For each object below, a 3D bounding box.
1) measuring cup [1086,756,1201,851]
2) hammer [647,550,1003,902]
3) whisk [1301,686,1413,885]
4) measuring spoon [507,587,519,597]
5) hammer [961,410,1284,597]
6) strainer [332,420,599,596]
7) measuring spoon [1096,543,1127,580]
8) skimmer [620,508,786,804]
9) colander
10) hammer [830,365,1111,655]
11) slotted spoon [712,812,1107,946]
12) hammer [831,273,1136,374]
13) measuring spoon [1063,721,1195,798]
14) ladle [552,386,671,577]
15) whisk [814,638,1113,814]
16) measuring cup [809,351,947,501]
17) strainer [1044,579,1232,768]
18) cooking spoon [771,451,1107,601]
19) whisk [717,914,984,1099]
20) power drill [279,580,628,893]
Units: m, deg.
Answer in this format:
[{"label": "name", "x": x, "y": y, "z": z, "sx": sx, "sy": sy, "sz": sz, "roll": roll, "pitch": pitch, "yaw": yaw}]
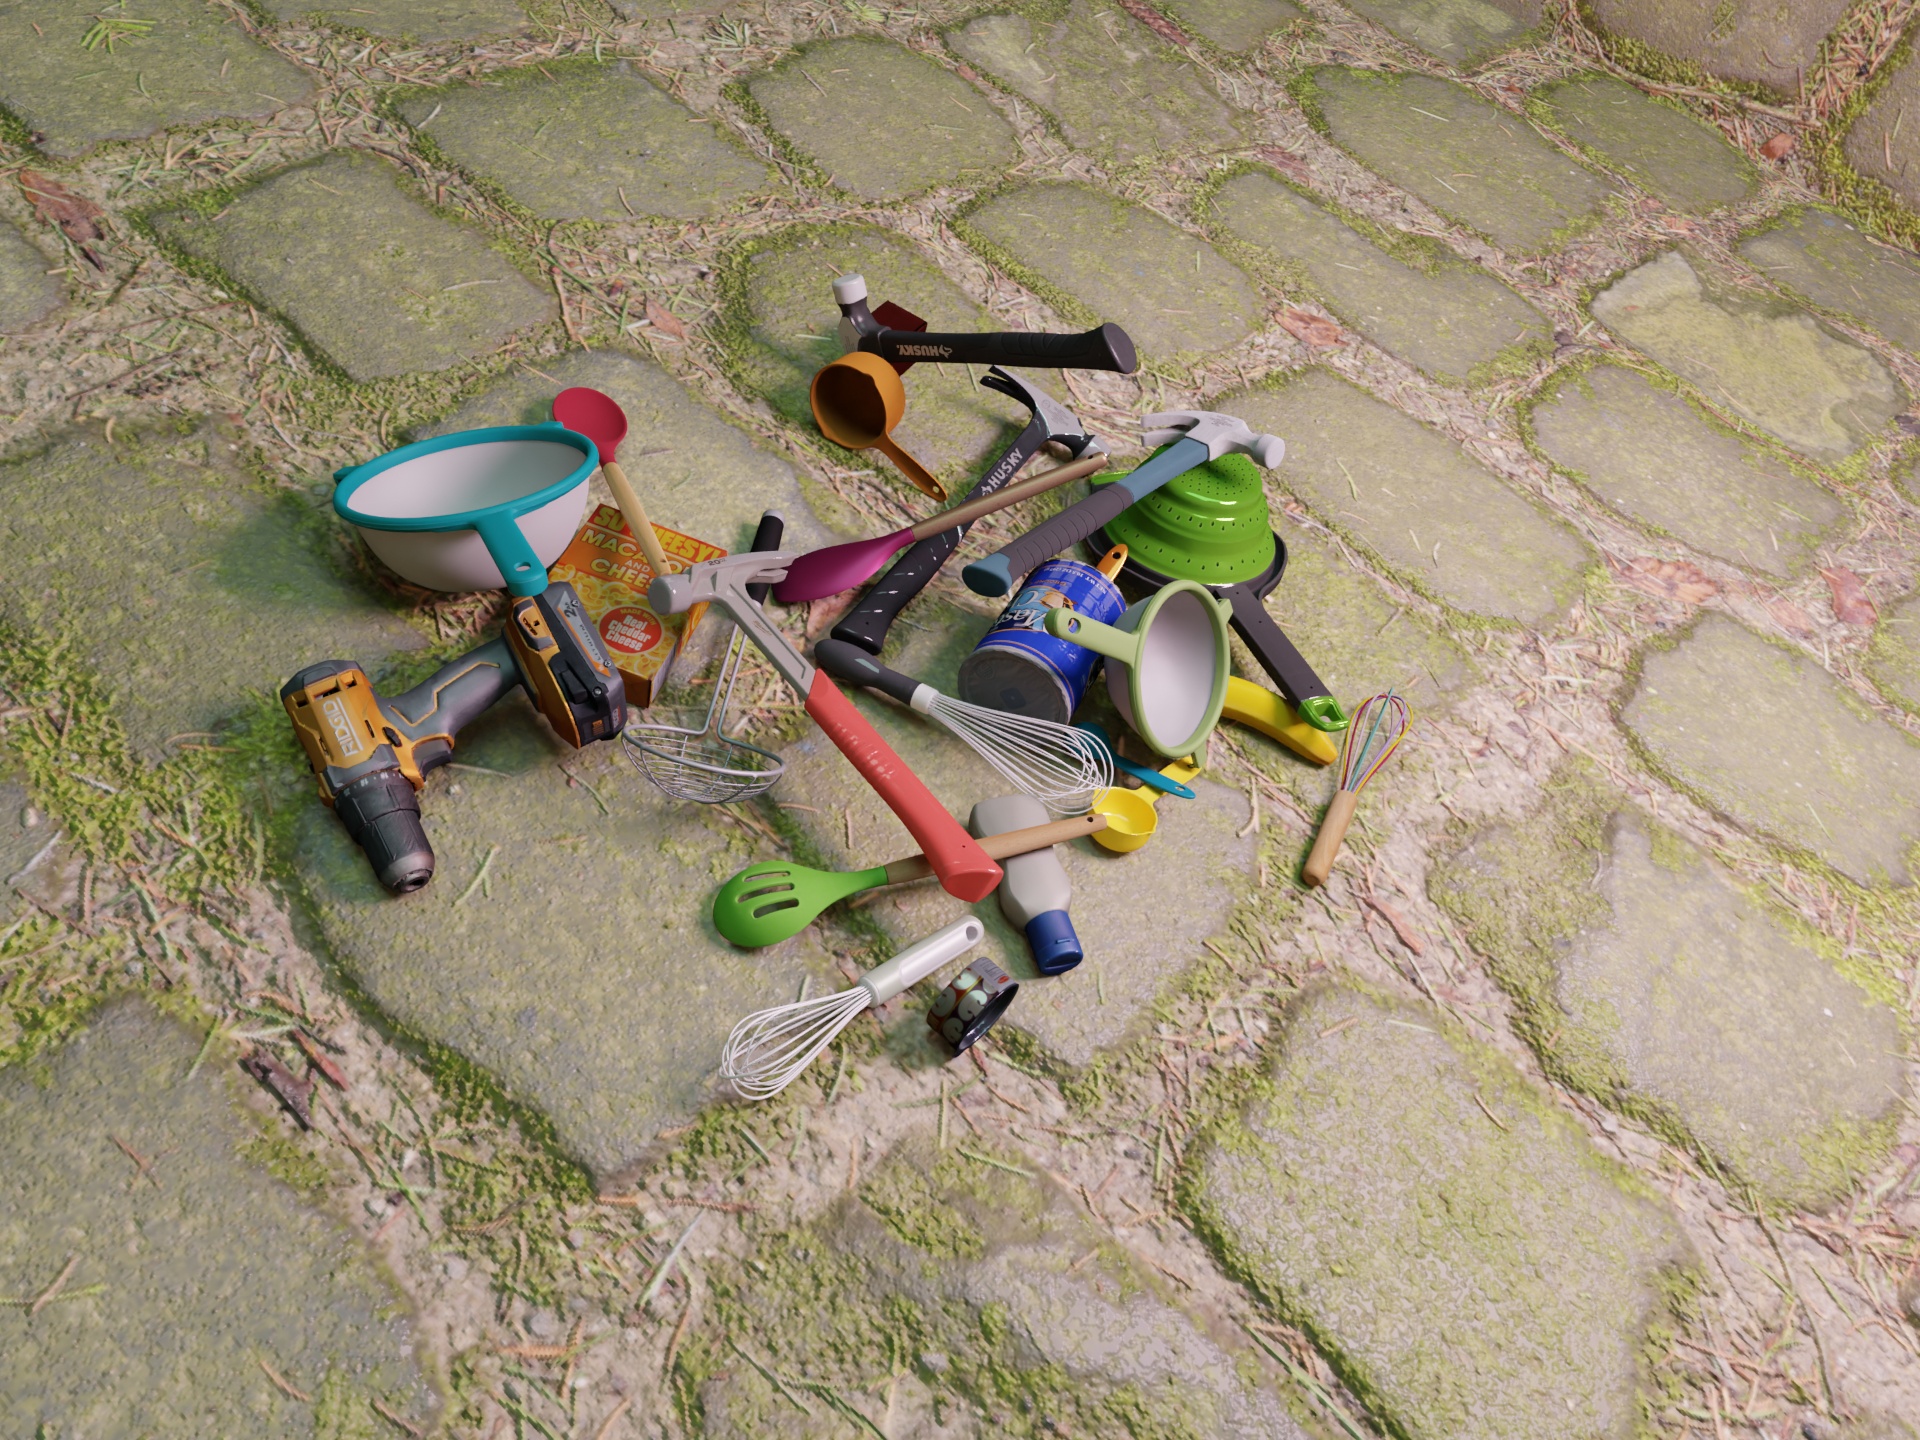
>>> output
[{"label": "measuring cup", "x": 0.161, "y": 0.068, "z": 1.350, "sx": 0.062, "sy": 0.029, "sz": 0.156, "roll": 36, "pitch": 37, "yaw": 21}, {"label": "hammer", "x": -0.087, "y": -0.002, "z": 1.240, "sx": 0.149, "sy": 0.036, "sz": 0.359, "roll": -18, "pitch": 57, "yaw": -48}, {"label": "whisk", "x": 0.350, "y": 0.054, "z": 1.405, "sx": 0.047, "sy": 0.051, "sz": 0.245, "roll": 32, "pitch": 51, "yaw": 3}, {"label": "measuring spoon", "x": -0.360, "y": -0.151, "z": 1.370, "sx": 0.034, "sy": 0.018, "sz": 0.124, "roll": 13, "pitch": 47, "yaw": -7}, {"label": "hammer", "x": 0.136, "y": -0.196, "z": 1.419, "sx": 0.331, "sy": 0.033, "sz": 0.128, "roll": -34, "pitch": 46, "yaw": -28}, {"label": "strainer", "x": -0.367, "y": -0.136, "z": 1.254, "sx": 0.211, "sy": 0.095, "sz": 0.341, "roll": -17, "pitch": 33, "yaw": -20}, {"label": "measuring spoon", "x": 0.121, "y": -0.121, "z": 1.472, "sx": 0.021, "sy": 0.011, "sz": 0.117, "roll": 30, "pitch": 72, "yaw": 18}, {"label": "skimmer", "x": -0.183, "y": -0.071, "z": 1.309, "sx": 0.127, "sy": 0.090, "sz": 0.364, "roll": 14, "pitch": 48, "yaw": -5}, {"label": "colander", "x": 0.258, "y": -0.151, "z": 1.484, "sx": 0.204, "sy": 0.094, "sz": 0.398, "roll": -9, "pitch": 47, "yaw": -23}, {"label": "hammer", "x": -0.002, "y": -0.194, "z": 1.495, "sx": 0.149, "sy": 0.036, "sz": 0.409, "roll": 41, "pitch": 52, "yaw": -4}, {"label": "slotted spoon", "x": -0.034, "y": 0.110, "z": 1.210, "sx": 0.313, "sy": 0.031, "sz": 0.070, "roll": -12, "pitch": 54, "yaw": -16}, {"label": "hammer", "x": 0.020, "y": -0.343, "z": 1.487, "sx": 0.335, "sy": 0.146, "sz": 0.035, "roll": 12, "pitch": 39, "yaw": 38}, {"label": "measuring spoon", "x": 0.145, "y": 0.031, "z": 1.350, "sx": 0.129, "sy": 0.021, "sz": 0.042, "roll": 27, "pitch": 31, "yaw": 25}, {"label": "ladle", "x": -0.298, "y": -0.208, "z": 1.391, "sx": 0.069, "sy": 0.031, "sz": 0.316, "roll": -1, "pitch": 37, "yaw": -28}, {"label": "whisk", "x": -0.002, "y": -0.005, "z": 1.327, "sx": 0.285, "sy": 0.070, "sz": 0.070, "roll": 27, "pitch": 47, "yaw": 17}, {"label": "measuring cup", "x": -0.067, "y": -0.285, "z": 1.550, "sx": 0.173, "sy": 0.095, "sz": 0.052, "roll": 44, "pitch": 44, "yaw": -3}, {"label": "strainer", "x": 0.131, "y": -0.055, "z": 1.317, "sx": 0.256, "sy": 0.069, "sz": 0.151, "roll": 16, "pitch": 82, "yaw": -49}, {"label": "cooking spoon", "x": -0.019, "y": -0.175, "z": 1.411, "sx": 0.319, "sy": 0.017, "sz": 0.069, "roll": -21, "pitch": 44, "yaw": -1}, {"label": "whisk", "x": -0.072, "y": 0.199, "z": 1.144, "sx": 0.246, "sy": 0.059, "sz": 0.058, "roll": -26, "pitch": 100, "yaw": -38}, {"label": "power drill", "x": -0.362, "y": 0.011, "z": 1.177, "sx": 0.226, "sy": 0.084, "sz": 0.185, "roll": -25, "pitch": 68, "yaw": -19}]
